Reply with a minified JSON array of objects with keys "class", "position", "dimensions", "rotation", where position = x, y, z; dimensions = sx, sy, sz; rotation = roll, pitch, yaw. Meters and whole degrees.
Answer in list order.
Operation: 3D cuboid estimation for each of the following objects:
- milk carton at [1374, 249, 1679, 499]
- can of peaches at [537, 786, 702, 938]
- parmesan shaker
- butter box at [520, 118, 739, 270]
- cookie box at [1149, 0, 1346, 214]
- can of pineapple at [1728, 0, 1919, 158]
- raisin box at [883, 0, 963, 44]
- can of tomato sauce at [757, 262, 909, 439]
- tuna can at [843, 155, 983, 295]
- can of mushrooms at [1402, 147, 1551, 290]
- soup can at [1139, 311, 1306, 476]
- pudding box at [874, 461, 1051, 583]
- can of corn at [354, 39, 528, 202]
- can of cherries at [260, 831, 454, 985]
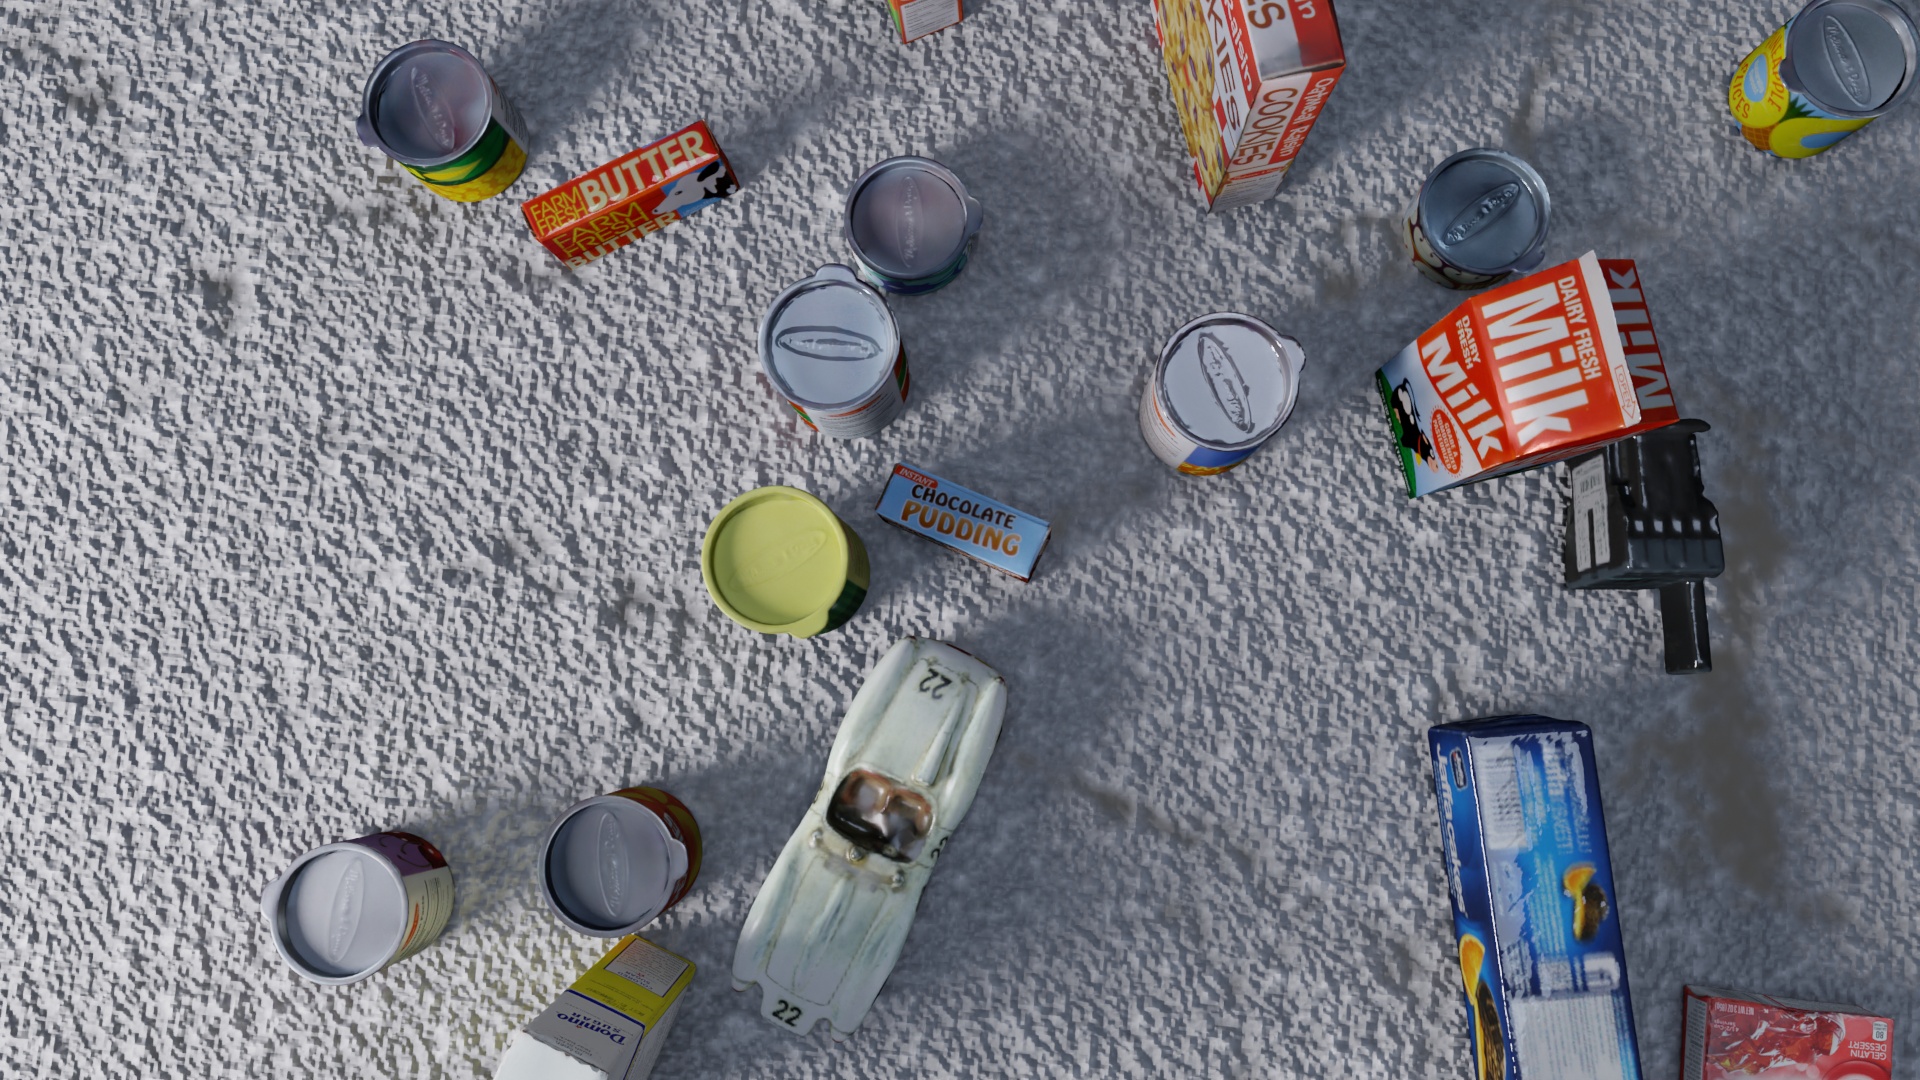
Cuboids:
[{"class":"milk carton","position":[0.254,-0.070,0.623],"dimensions":[0.073,0.190,0.072],"rotation":[-13,84,0]},{"class":"can of peaches","position":[-0.162,0.155,0.677],"dimensions":[0.071,0.058,0.071],"rotation":[0,84,2]},{"class":"parmesan shaker","position":[-0.080,0.016,0.667],"dimensions":[0.071,0.103,0.071],"rotation":[0,84,2]},{"class":"butter box","position":[-0.168,-0.177,0.716],"dimensions":[0.103,0.053,0.024],"rotation":[-25,84,-1]},{"class":"cookie box","position":[0.131,-0.243,0.657],"dimensions":[0.040,0.167,0.123],"rotation":[-13,84,1]},{"class":"can of pineapple","position":[0.434,-0.234,0.703],"dimensions":[0.071,0.058,0.071],"rotation":[0,84,2]},{"class":"raisin box","position":[-0.033,-0.318,0.693],"dimensions":[0.040,0.123,0.086],"rotation":[-20,84,0]},{"class":"can of tomato sauce","position":[-0.060,-0.091,0.689],"dimensions":[0.071,0.083,0.071],"rotation":[0,84,2]},{"class":"tuna can","position":[-0.023,-0.163,0.721],"dimensions":[0.071,0.033,0.071],"rotation":[0,84,2]},{"class":"can of mushrooms","position":[0.265,-0.162,0.712],"dimensions":[0.071,0.033,0.071],"rotation":[0,84,2]},{"class":"soup can","position":[0.127,-0.070,0.680],"dimensions":[0.071,0.083,0.071],"rotation":[0,84,2]},{"class":"pudding box","position":[0.002,-0.009,0.694],"dimensions":[0.084,0.049,0.030],"rotation":[23,85,4]},{"class":"can of corn","position":[-0.267,-0.215,0.721],"dimensions":[0.071,0.058,0.071],"rotation":[0,84,2]},{"class":"can of cherries","position":[-0.293,0.176,0.678],"dimensions":[0.071,0.058,0.071],"rotation":[0,84,2]}]
